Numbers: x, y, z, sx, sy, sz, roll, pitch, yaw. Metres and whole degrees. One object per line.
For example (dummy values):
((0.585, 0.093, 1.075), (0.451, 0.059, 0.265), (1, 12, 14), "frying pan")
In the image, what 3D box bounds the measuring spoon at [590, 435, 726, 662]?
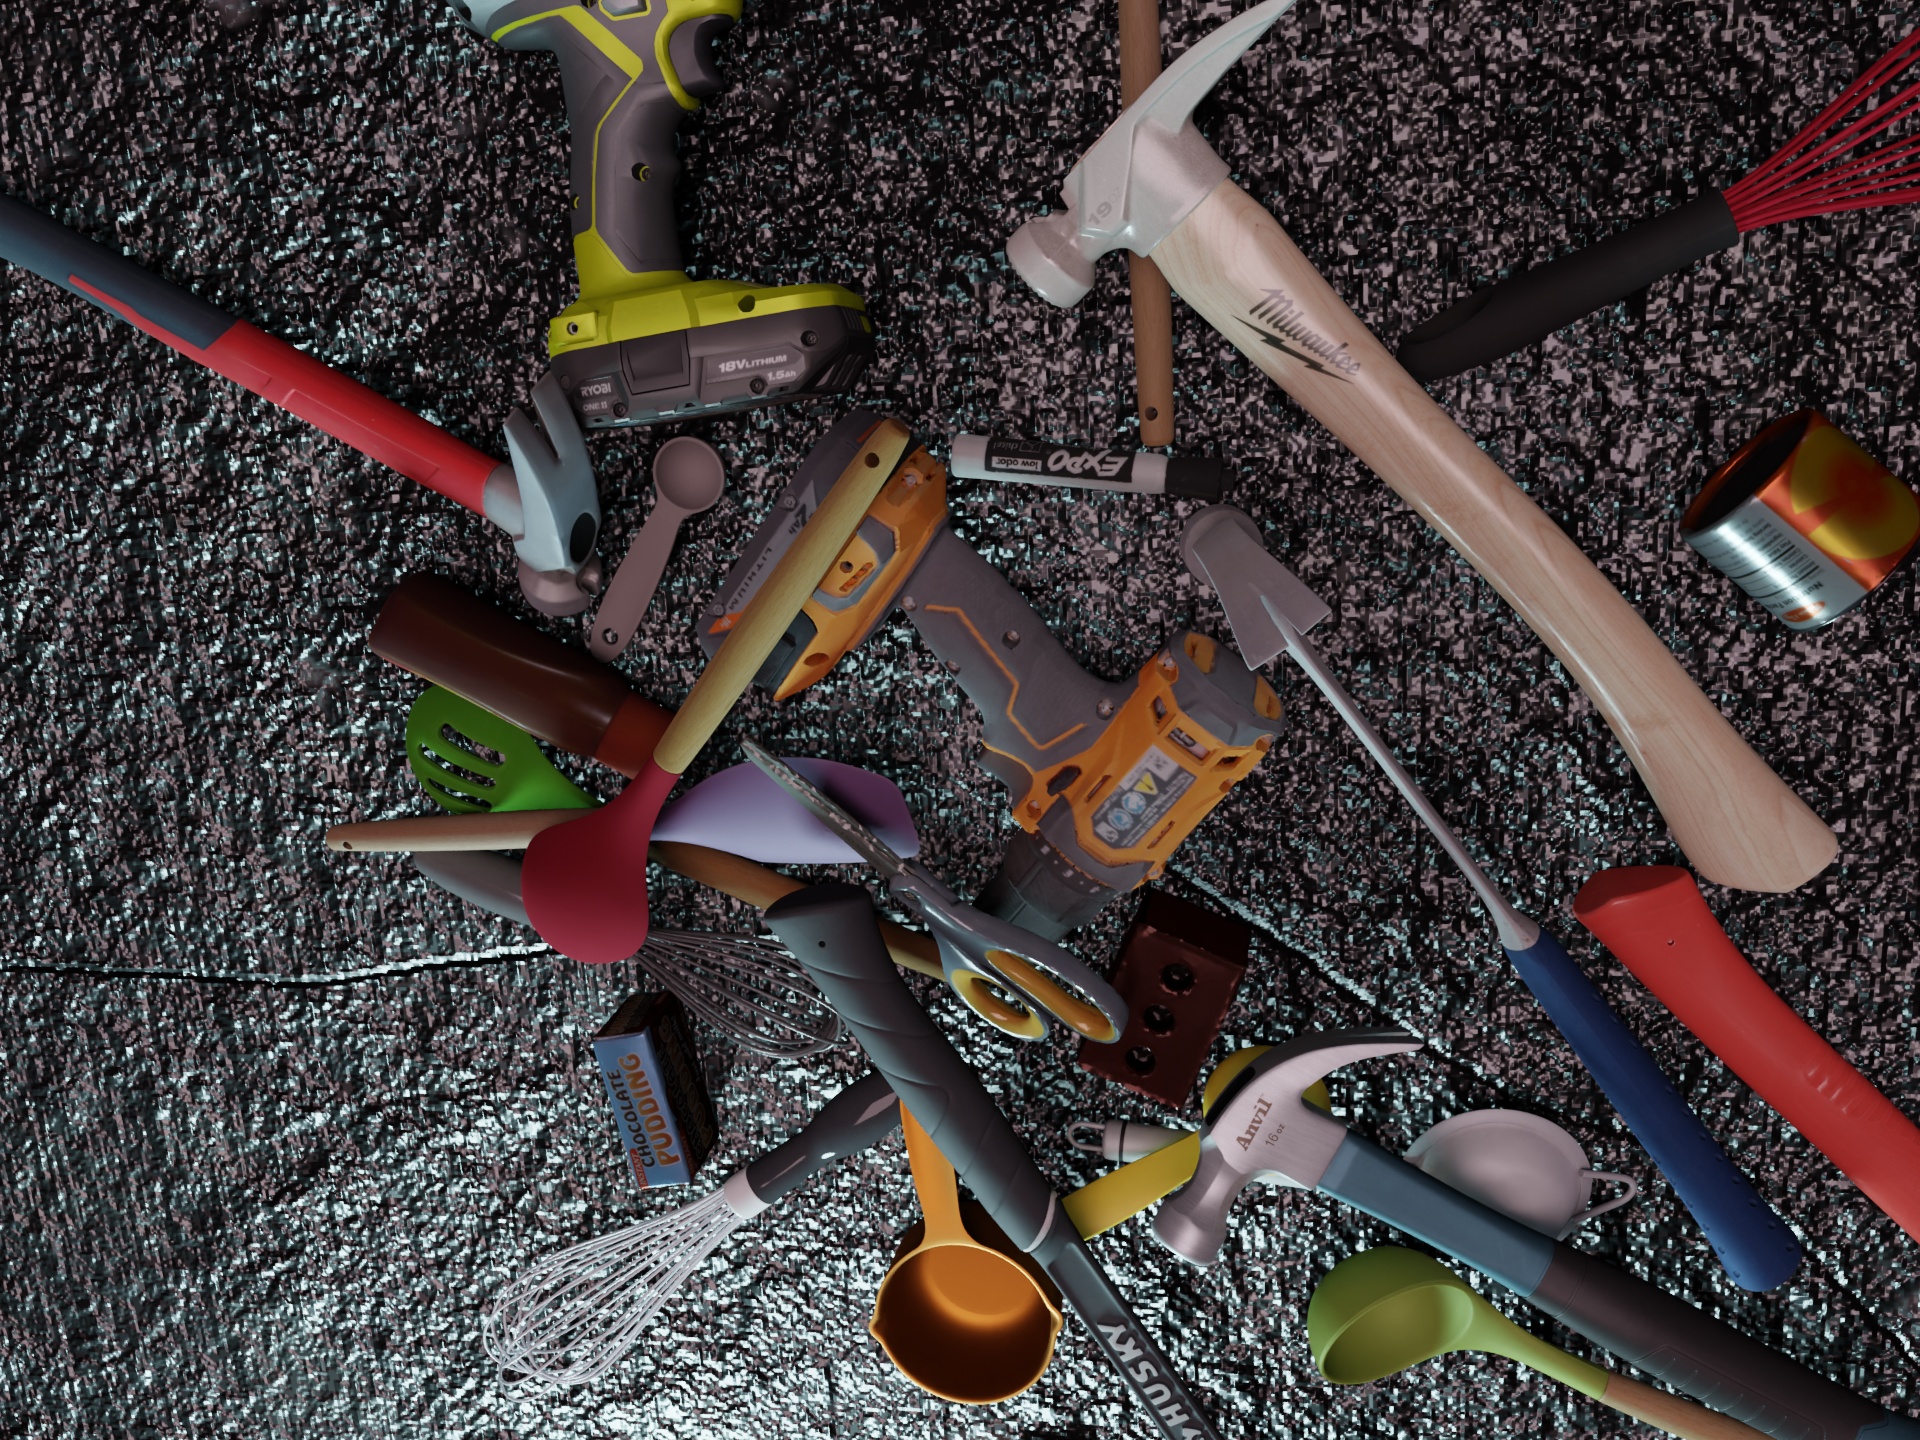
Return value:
((-0.142, -0.078, 0.737), (0.034, 0.018, 0.124), (33, 115, 2), "measuring spoon")

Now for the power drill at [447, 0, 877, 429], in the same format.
((-0.113, -0.241, 0.656), (0.171, 0.080, 0.223), (-7, 100, 13), "power drill")

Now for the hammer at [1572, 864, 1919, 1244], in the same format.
((0.397, 0.199, 0.683), (0.359, 0.037, 0.149), (42, 108, -2), "hammer")

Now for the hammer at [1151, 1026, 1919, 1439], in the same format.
((0.255, 0.239, 0.673), (0.331, 0.033, 0.128), (28, 92, -1), "hammer")

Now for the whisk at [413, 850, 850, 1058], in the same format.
((-0.161, 0.106, 0.769), (0.239, 0.055, 0.055), (21, 107, 10), "whisk")

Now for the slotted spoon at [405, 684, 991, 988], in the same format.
((-0.130, 0.063, 0.762), (0.314, 0.031, 0.070), (23, 114, 4), "slotted spoon")

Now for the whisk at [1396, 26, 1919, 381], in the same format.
((0.305, -0.197, 0.592), (0.296, 0.073, 0.073), (-23, 98, 21), "whisk")

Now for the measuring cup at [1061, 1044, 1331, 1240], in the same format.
((0.095, 0.200, 0.721), (0.156, 0.029, 0.062), (-30, 62, 3), "measuring cup")

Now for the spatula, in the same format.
((-0.167, 0.047, 0.729), (0.316, 0.018, 0.059), (-4, 125, 23), "spatula")

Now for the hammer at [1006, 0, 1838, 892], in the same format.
((0.209, -0.090, 0.625), (0.410, 0.038, 0.146), (44, 121, -7), "hammer")

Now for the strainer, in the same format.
((0.176, 0.210, 0.731), (0.258, 0.050, 0.086), (5, 113, 14), "strainer")

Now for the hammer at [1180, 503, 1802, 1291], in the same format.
((0.225, 0.083, 0.652), (0.035, 0.144, 0.405), (-37, 101, 11), "hammer")

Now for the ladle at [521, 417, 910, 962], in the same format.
((-0.108, 0.000, 0.660), (0.069, 0.031, 0.315), (40, 119, 3), "ladle")

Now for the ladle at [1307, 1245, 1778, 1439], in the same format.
((0.311, 0.316, 0.706), (0.320, 0.062, 0.078), (20, 126, 10), "ladle")

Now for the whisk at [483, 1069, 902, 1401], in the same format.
((-0.130, 0.252, 0.798), (0.284, 0.070, 0.070), (-37, 94, 13), "whisk")

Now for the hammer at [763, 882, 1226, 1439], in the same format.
((0.042, 0.240, 0.709), (0.149, 0.036, 0.409), (-32, 99, 17), "hammer")

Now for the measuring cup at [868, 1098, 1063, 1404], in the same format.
((-0.001, 0.238, 0.767), (0.095, 0.052, 0.173), (-8, 100, 14), "measuring cup")

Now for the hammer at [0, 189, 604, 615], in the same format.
((-0.330, -0.177, 0.702), (0.386, 0.143, 0.038), (28, 64, 8), "hammer")

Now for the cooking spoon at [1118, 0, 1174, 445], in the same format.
((0.072, -0.271, 0.639), (0.069, 0.017, 0.318), (1, 104, 21), "cooking spoon")

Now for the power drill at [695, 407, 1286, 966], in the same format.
((-0.001, -0.002, 0.692), (0.226, 0.084, 0.185), (36, 116, -4), "power drill")
